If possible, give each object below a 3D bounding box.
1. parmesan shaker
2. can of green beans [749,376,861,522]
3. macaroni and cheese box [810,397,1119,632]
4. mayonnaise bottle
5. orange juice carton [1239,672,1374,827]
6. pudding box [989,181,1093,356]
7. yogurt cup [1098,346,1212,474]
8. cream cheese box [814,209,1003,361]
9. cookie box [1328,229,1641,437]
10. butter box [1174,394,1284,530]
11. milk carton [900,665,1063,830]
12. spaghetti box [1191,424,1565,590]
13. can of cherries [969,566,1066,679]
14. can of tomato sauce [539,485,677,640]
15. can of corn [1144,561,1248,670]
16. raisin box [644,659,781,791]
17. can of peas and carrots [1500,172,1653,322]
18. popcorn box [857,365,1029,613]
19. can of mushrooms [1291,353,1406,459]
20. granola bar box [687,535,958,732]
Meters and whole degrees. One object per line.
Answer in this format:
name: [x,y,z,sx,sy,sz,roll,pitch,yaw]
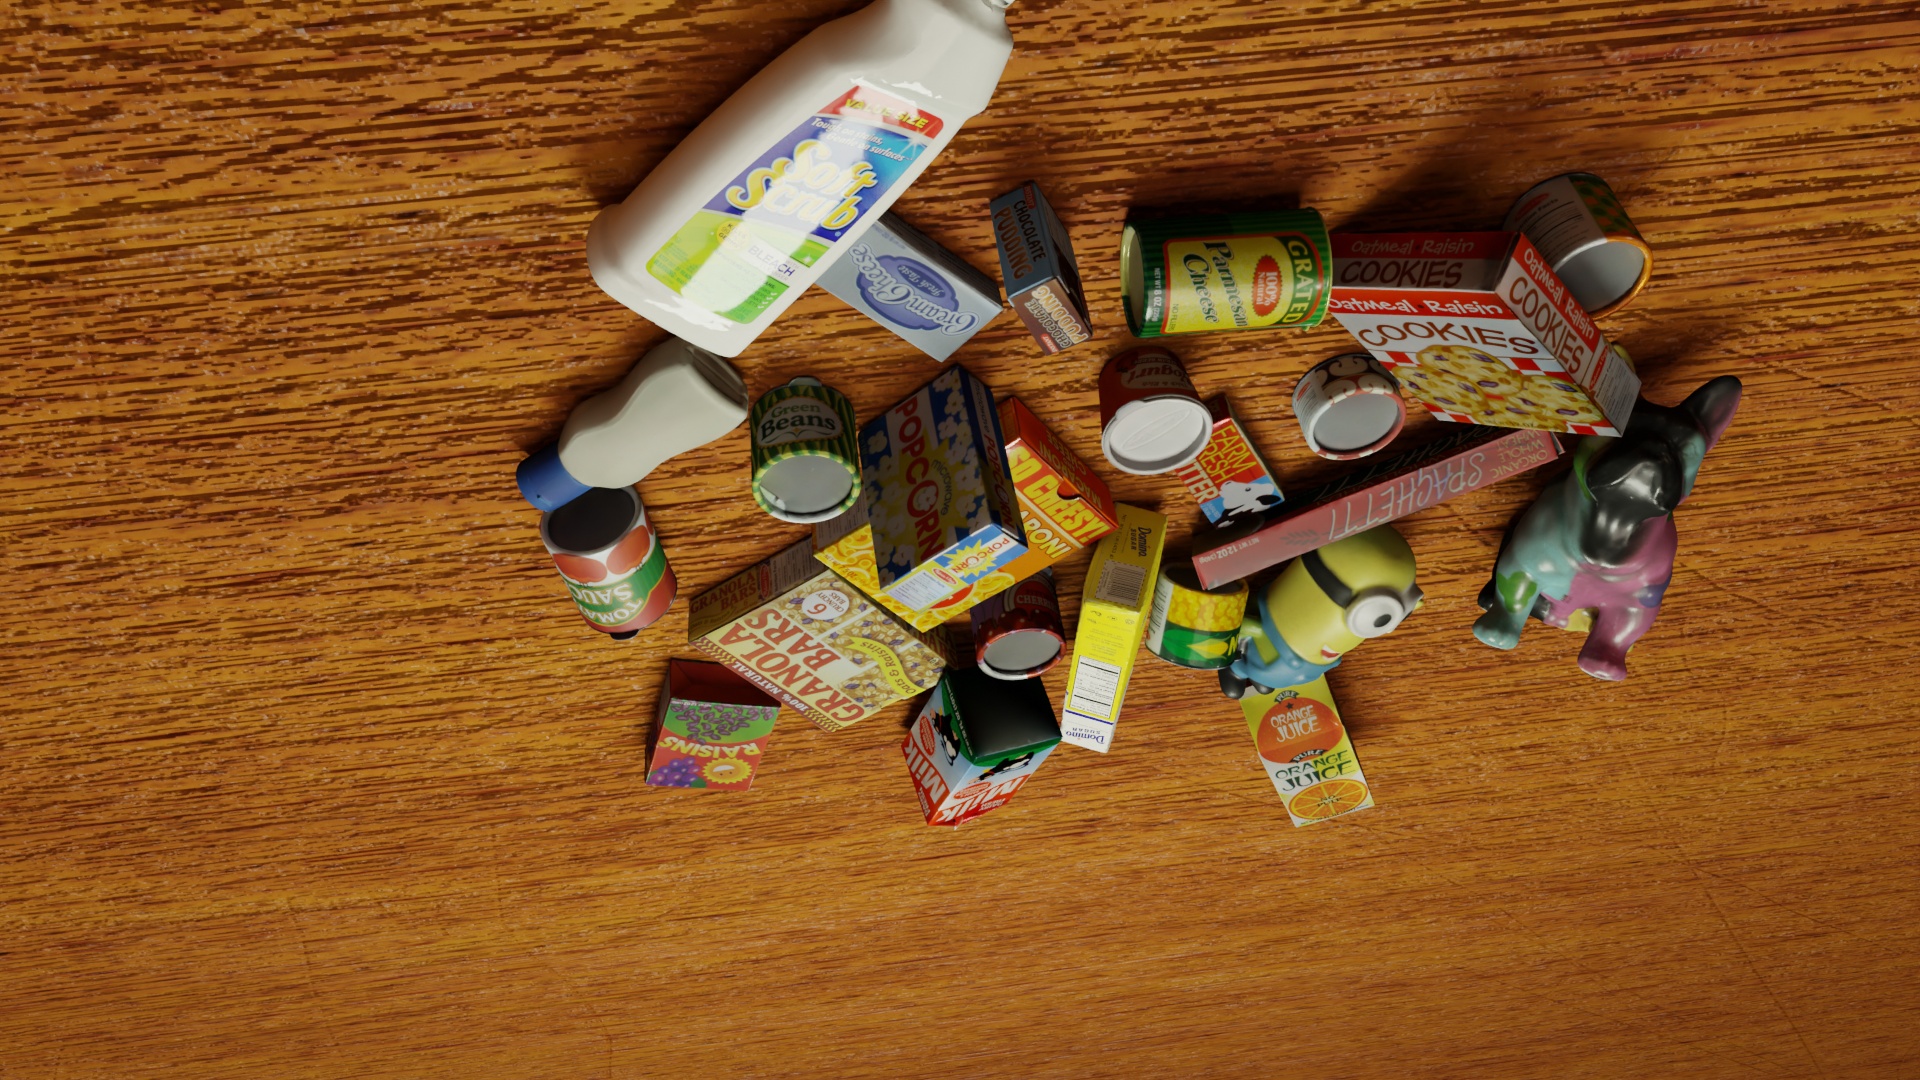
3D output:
parmesan shaker: [0.146,-0.146,0.773,0.103,0.071,0.071,-5,140,-4]
can of green beans: [-0.095,-0.053,0.847,0.071,0.058,0.071,-5,140,-4]
macaroni and cheese box: [0.003,-0.012,0.928,0.166,0.040,0.123,-29,137,23]
mayonnaise bottle: [-0.200,-0.065,0.828,0.148,0.041,0.064,-27,136,22]
orange juice carton: [0.286,0.161,1.161,0.072,0.073,0.192,-20,139,13]
pudding box: [0.043,-0.146,0.741,0.030,0.084,0.049,-23,138,17]
yogurt cup: [0.116,-0.082,0.855,0.072,0.054,0.072,-5,140,-4]
cream cheese box: [-0.030,-0.144,0.776,0.104,0.024,0.053,28,128,-36]
cookie box: [0.297,-0.119,0.802,0.167,0.040,0.123,31,169,-38]
butter box: [0.173,-0.051,0.926,0.053,0.024,0.103,-26,138,18]
milk carton: [0.008,0.166,1.091,0.073,0.072,0.189,-10,154,-23]
spaghetti box: [0.278,-0.029,0.948,0.250,0.050,0.028,-22,103,16]
can of cherries: [0.042,0.058,1.004,0.071,0.059,0.071,-5,141,-4]
can of tomato sauce: [-0.225,0.012,0.890,0.071,0.071,0.082,-9,140,0]
can of corn: [0.173,0.054,1.002,0.071,0.071,0.058,3,110,-14]
raisin box: [-0.194,0.146,1.080,0.086,0.040,0.122,6,137,-19]
can of peas and carrots: [0.354,-0.165,0.796,0.071,0.059,0.070,-5,141,-4]
popcorn box: [-0.013,-0.032,0.833,0.085,0.127,0.038,-31,139,24]
can of mushrooms: [0.252,-0.085,0.892,0.071,0.033,0.070,-5,139,-4]
granola bar box: [-0.097,0.072,1.010,0.124,0.039,0.165,-27,137,21]
